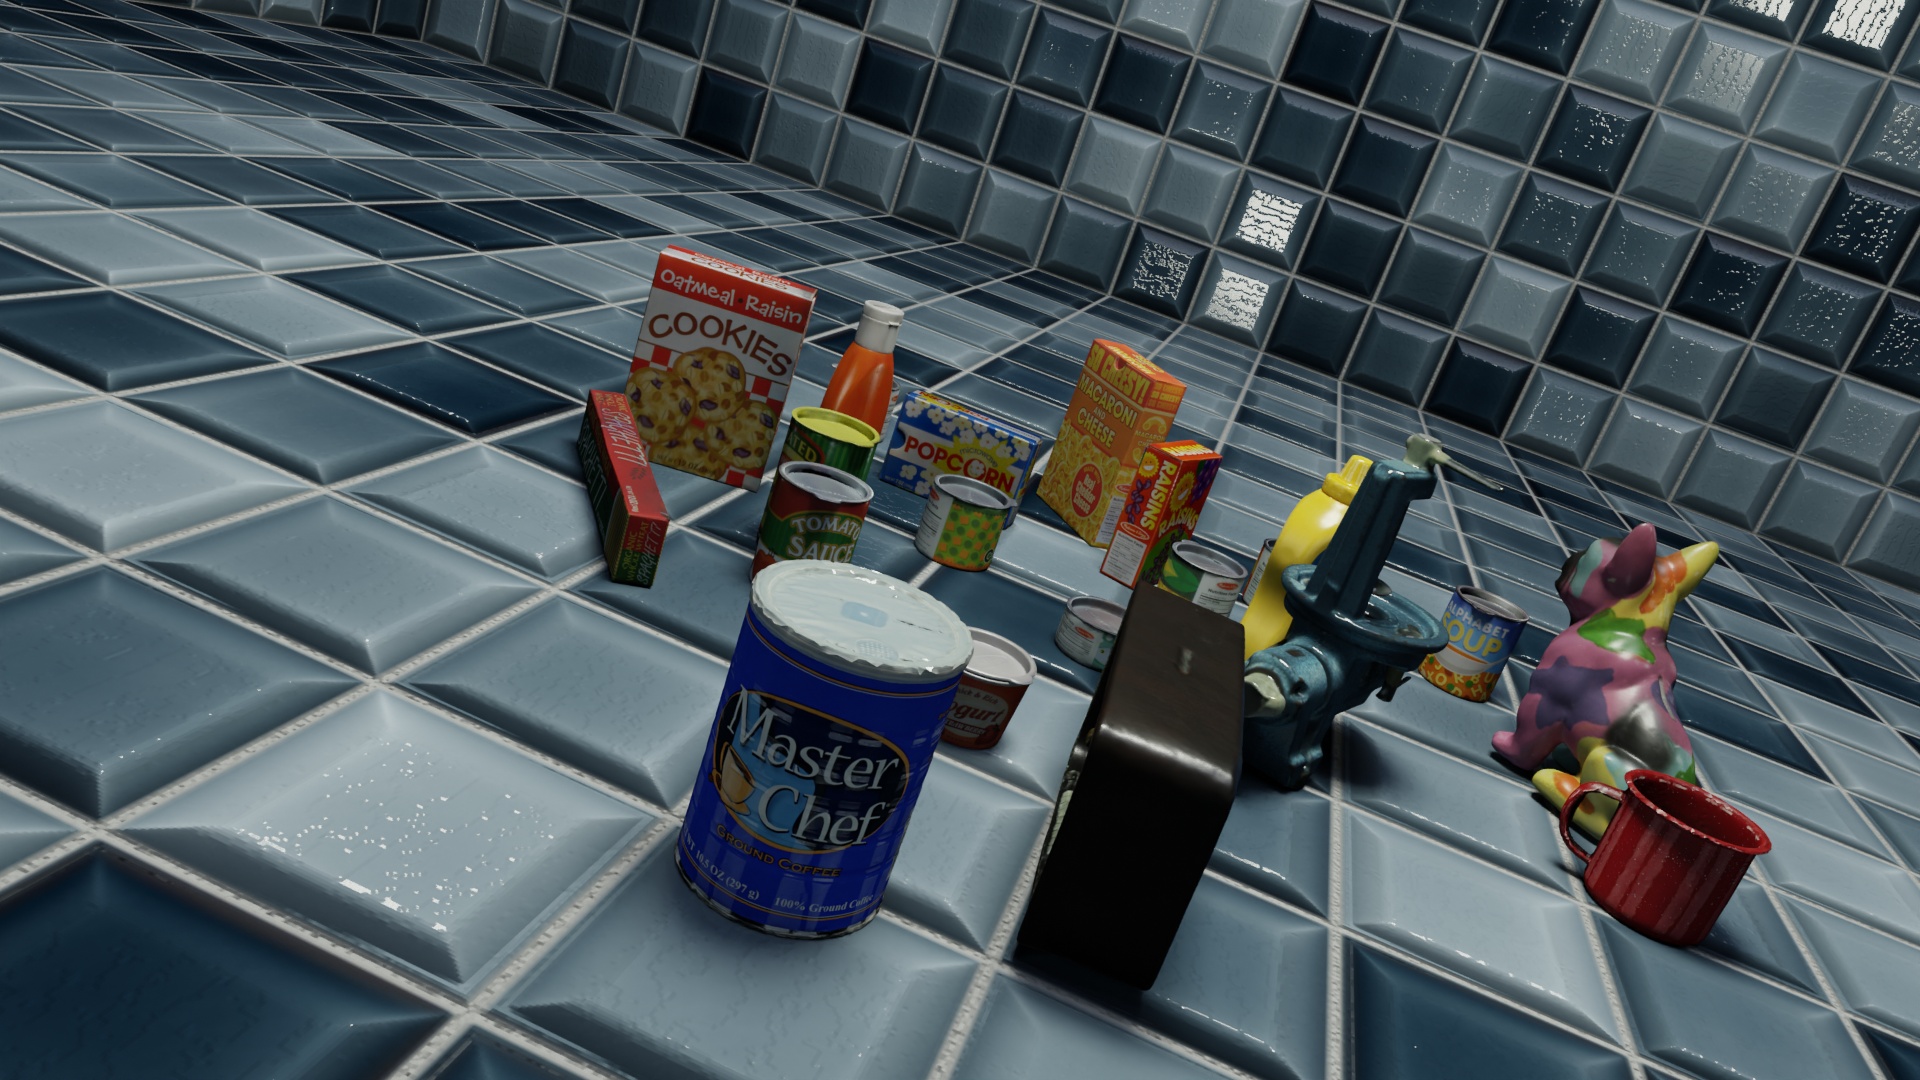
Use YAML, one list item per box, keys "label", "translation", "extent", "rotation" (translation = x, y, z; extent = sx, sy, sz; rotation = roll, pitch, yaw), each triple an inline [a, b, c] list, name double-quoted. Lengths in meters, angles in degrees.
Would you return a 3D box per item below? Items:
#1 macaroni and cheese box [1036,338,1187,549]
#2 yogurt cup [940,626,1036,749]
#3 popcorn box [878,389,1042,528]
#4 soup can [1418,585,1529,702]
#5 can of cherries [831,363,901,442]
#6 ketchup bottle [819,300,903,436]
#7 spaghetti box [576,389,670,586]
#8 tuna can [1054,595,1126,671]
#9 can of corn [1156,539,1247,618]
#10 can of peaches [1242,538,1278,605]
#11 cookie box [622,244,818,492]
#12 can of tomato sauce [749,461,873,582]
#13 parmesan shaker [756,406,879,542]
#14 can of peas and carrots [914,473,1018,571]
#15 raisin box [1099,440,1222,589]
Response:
- label: "macaroni and cheese box"
  translation: [0.138, -0.091, 1.305]
  extent: [0.040, 0.165, 0.124]
  rotation: [9, 21, -28]
- label: "yogurt cup"
  translation: [0.006, 0.090, 0.846]
  extent: [0.072, 0.053, 0.072]
  rotation: [17, 19, -6]
- label: "popcorn box"
  translation: [0.001, -0.074, 1.249]
  extent: [0.127, 0.085, 0.038]
  rotation: [22, 19, 9]
- label: "soup can"
  translation: [0.450, 0.091, 1.224]
  extent: [0.071, 0.083, 0.071]
  rotation: [17, 19, -6]
- label: "can of cherries"
  translation: [-0.101, -0.136, 1.365]
  extent: [0.071, 0.058, 0.072]
  rotation: [17, 19, -6]
- label: "ketchup bottle"
  translation: [-0.089, -0.139, 1.247]
  extent: [0.065, 0.148, 0.043]
  rotation: [0, 26, -45]
- label: "spaghetti box"
  translation: [-0.243, -0.045, 0.987]
  extent: [0.029, 0.050, 0.251]
  rotation: [10, 21, -25]
- label: "tuna can"
  translation: [0.107, 0.070, 1.032]
  extent: [0.071, 0.032, 0.071]
  rotation: [17, 19, -6]
- label: "can of corn"
  translation: [0.197, 0.040, 1.163]
  extent: [0.071, 0.058, 0.071]
  rotation: [17, 19, -6]
- label: "can of peaches"
  translation: [0.299, 0.038, 1.267]
  extent: [0.071, 0.058, 0.071]
  rotation: [17, 19, -6]
- label: "cookie box"
  translation: [-0.196, -0.136, 1.106]
  extent: [0.123, 0.166, 0.040]
  rotation: [17, 18, -7]
- label: "can of tomato sauce"
  translation: [-0.103, -0.003, 0.955]
  extent: [0.071, 0.082, 0.071]
  rotation: [17, 19, -6]
- label: "parmesan shaker"
  translation: [-0.104, -0.037, 1.018]
  extent: [0.071, 0.102, 0.071]
  rotation: [17, 18, -6]
- label: "can of peas and carrots"
  translation: [0.004, -0.014, 1.127]
  extent: [0.071, 0.058, 0.071]
  rotation: [17, 19, -6]
- label: "raisin box"
  translation: [0.177, -0.024, 1.221]
  extent: [0.040, 0.123, 0.086]
  rotation: [30, 21, 30]
